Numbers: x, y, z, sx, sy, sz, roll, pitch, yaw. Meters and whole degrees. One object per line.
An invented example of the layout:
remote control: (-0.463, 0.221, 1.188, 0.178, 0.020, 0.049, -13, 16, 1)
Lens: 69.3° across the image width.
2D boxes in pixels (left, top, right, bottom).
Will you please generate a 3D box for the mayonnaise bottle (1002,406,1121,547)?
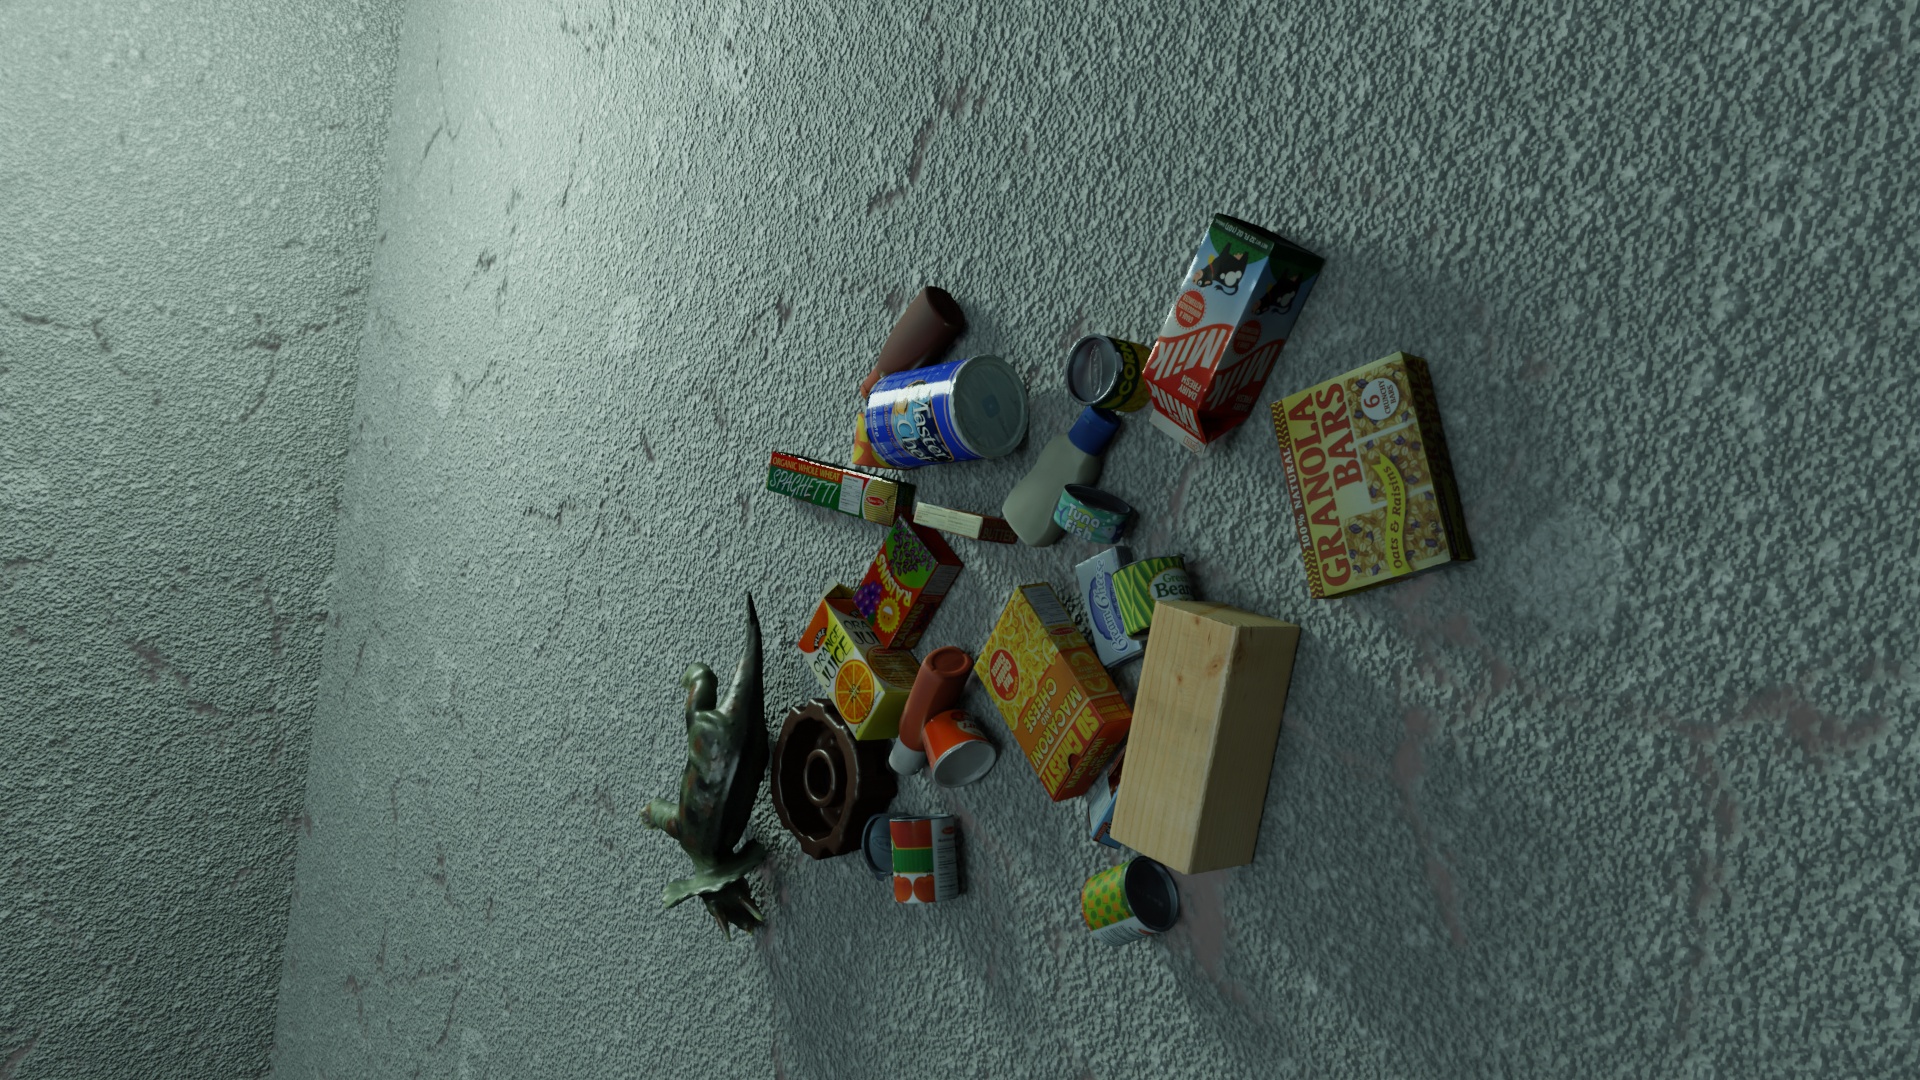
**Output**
mayonnaise bottle: (0.099, -0.064, 1.326, 0.147, 0.041, 0.065, -55, 52, 28)

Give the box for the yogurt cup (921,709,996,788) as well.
yogurt cup: (-0.005, 0.208, 1.400, 0.072, 0.072, 0.054, -58, 41, 27)

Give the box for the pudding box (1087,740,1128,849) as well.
pudding box: (0.145, 0.227, 1.240, 0.050, 0.030, 0.083, -88, 22, -66)

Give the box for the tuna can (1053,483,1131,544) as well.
tuna can: (0.120, -0.024, 1.275, 0.071, 0.071, 0.032, 37, 115, 43)

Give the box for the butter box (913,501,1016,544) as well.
butter box: (0.005, -0.018, 1.415, 0.103, 0.053, 0.024, 15, 95, 47)

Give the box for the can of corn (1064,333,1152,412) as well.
can of corn: (0.141, -0.153, 1.273, 0.071, 0.058, 0.071, -5, 83, 48)

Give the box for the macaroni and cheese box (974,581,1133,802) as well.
macaroni and cheese box: (0.084, 0.142, 1.306, 0.167, 0.040, 0.123, 58, 140, 34)

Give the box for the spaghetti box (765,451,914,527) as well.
spaghetti box: (-0.143, -0.061, 1.600, 0.250, 0.029, 0.050, 16, 99, 47)

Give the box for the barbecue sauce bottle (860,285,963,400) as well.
barbecue sauce bottle: (-0.057, -0.205, 1.507, 0.148, 0.044, 0.065, -47, 54, 35)

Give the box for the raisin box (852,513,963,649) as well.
raisin box: (-0.058, 0.045, 1.490, 0.086, 0.040, 0.123, 51, 121, 36)

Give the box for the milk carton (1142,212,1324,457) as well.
milk carton: (0.221, -0.170, 1.175, 0.072, 0.073, 0.189, 42, 117, 41)

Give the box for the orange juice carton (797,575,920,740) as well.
orange juice carton: (-0.113, 0.125, 1.518, 0.193, 0.073, 0.071, 52, 123, 37)

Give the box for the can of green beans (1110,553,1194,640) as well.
can of green beans: (0.171, 0.051, 1.216, 0.071, 0.071, 0.058, -30, 66, 43)

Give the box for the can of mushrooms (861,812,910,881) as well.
can of mushrooms: (-0.073, 0.327, 1.486, 0.071, 0.033, 0.071, -5, 83, 47)

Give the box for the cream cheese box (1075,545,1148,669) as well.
cream cheese box: (0.143, 0.061, 1.277, 0.053, 0.024, 0.104, -32, 64, 43)

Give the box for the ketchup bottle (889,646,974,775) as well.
ketchup bottle: (-0.035, 0.180, 1.438, 0.043, 0.065, 0.148, 37, 124, 23)

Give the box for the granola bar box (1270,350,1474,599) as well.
granola bar box: (0.318, -0.048, 1.083, 0.124, 0.039, 0.166, -22, 71, 44)

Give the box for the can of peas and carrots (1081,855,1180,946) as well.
can of peas and carrots: (0.149, 0.315, 1.219, 0.058, 0.071, 0.071, -35, 62, 41)

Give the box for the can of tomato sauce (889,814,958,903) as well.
can of tomato sauce: (-0.039, 0.325, 1.422, 0.071, 0.071, 0.083, -13, 78, 47)

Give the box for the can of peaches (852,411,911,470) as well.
can of peaches: (-0.082, -0.107, 1.507, 0.071, 0.071, 0.058, 13, 97, 48)
